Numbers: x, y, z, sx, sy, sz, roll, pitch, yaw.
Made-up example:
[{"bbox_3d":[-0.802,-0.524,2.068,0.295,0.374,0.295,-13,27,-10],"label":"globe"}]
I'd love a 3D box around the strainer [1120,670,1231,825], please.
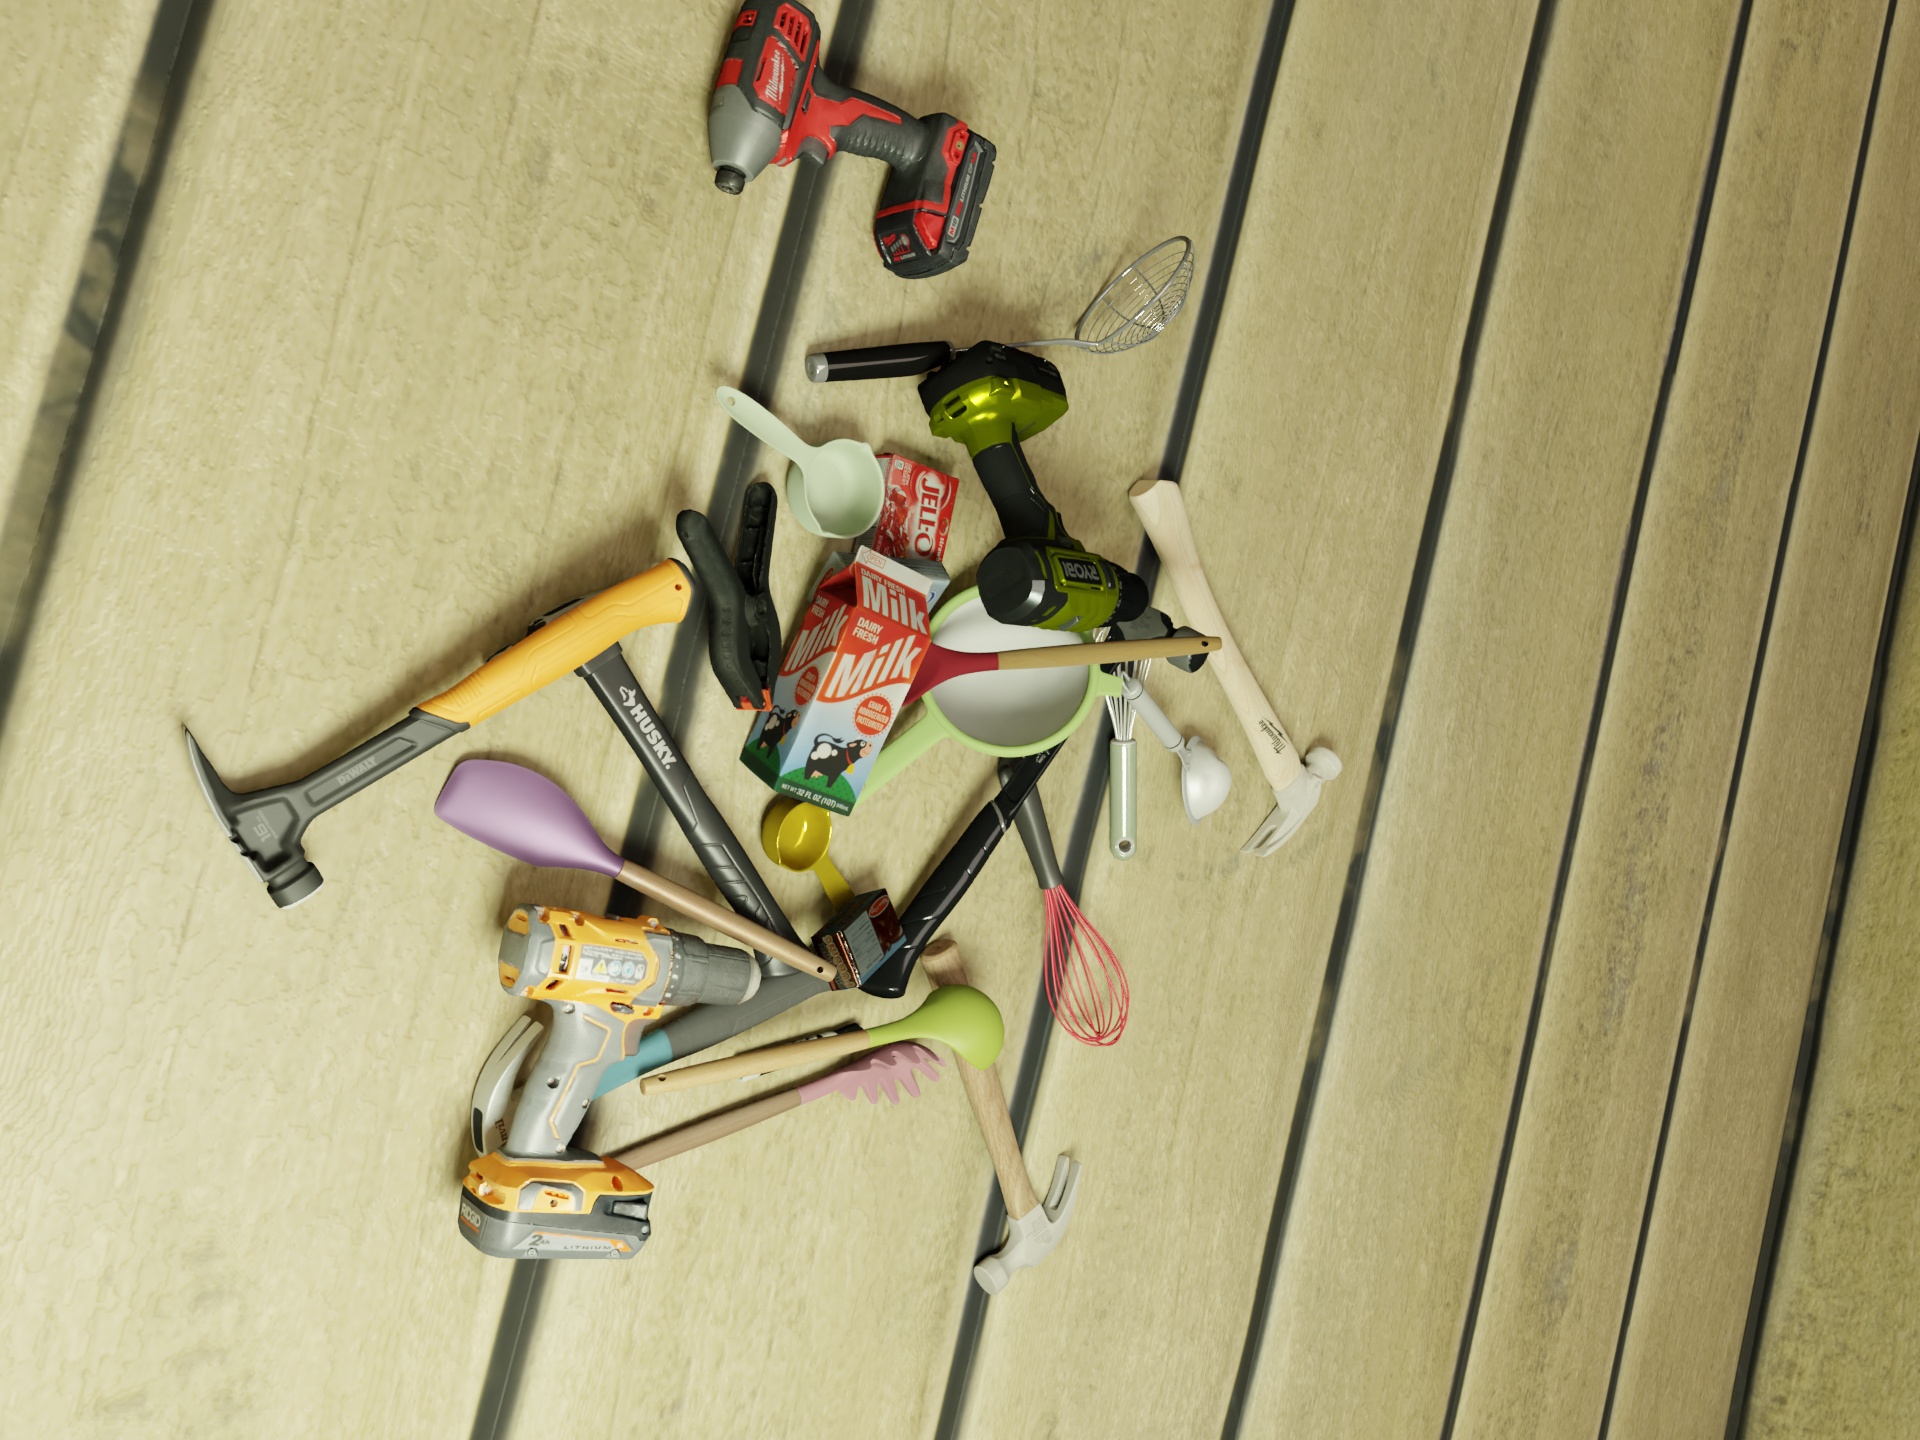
[{"bbox_3d":[0.202,0.024,1.473,0.258,0.050,0.087,45,49,-47],"label":"strainer"}]

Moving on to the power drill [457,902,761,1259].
[{"bbox_3d":[-0.238,0.246,1.093,0.185,0.084,0.226,14,83,-35],"label":"power drill"}]

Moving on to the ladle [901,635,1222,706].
[{"bbox_3d":[0.056,-0.052,1.283,0.315,0.031,0.069,-4,86,-5],"label":"ladle"}]

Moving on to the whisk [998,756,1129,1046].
[{"bbox_3d":[0.088,0.163,1.422,0.073,0.073,0.295,-29,108,-34],"label":"whisk"}]

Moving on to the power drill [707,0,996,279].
[{"bbox_3d":[-0.088,-0.424,1.191,0.219,0.079,0.143,21,82,-37],"label":"power drill"}]

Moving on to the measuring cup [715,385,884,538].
[{"bbox_3d":[-0.129,-0.200,1.207,0.167,0.038,0.083,35,73,-35],"label":"measuring cup"}]

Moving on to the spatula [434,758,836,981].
[{"bbox_3d":[-0.219,0.114,1.131,0.315,0.018,0.060,31,86,-23],"label":"spatula"}]

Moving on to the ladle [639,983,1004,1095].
[{"bbox_3d":[-0.101,0.261,1.243,0.320,0.078,0.062,-5,136,-33],"label":"ladle"}]

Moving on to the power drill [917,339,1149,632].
[{"bbox_3d":[0.065,-0.177,1.277,0.190,0.080,0.229,0,67,-53],"label":"power drill"}]

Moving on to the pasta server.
[{"bbox_3d":[-0.148,0.311,1.253,0.316,0.040,0.060,-13,142,-37],"label":"pasta server"}]

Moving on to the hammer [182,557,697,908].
[{"bbox_3d":[-0.320,-0.021,1.032,0.337,0.034,0.127,-34,114,-22],"label":"hammer"}]

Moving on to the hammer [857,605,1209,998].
[{"bbox_3d":[0.039,0.061,1.343,0.409,0.149,0.036,-54,150,-11],"label":"hammer"}]

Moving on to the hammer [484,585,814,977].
[{"bbox_3d":[-0.197,0.053,1.163,0.146,0.035,0.334,-41,114,-29],"label":"hammer"}]

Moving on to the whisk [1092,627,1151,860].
[{"bbox_3d":[0.150,0.011,1.467,0.058,0.059,0.246,-2,103,-3],"label":"whisk"}]

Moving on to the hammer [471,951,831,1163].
[{"bbox_3d":[-0.210,0.240,1.195,0.331,0.033,0.128,-21,110,-37],"label":"hammer"}]

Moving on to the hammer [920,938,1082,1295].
[{"bbox_3d":[0.028,0.341,1.409,0.130,0.031,0.331,-30,114,-33],"label":"hammer"}]

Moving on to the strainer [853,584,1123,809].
[{"bbox_3d":[-0.002,-0.004,1.319,0.256,0.069,0.151,-39,80,-9],"label":"strainer"}]

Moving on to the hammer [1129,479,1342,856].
[{"bbox_3d":[0.254,-0.053,1.550,0.146,0.038,0.410,-46,121,-25],"label":"hammer"}]

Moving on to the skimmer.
[{"bbox_3d":[0.036,-0.336,1.300,0.363,0.127,0.090,-14,98,-28],"label":"skimmer"}]

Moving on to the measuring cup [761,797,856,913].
[{"bbox_3d":[-0.114,0.122,1.273,0.062,0.029,0.156,-50,135,-27],"label":"measuring cup"}]
